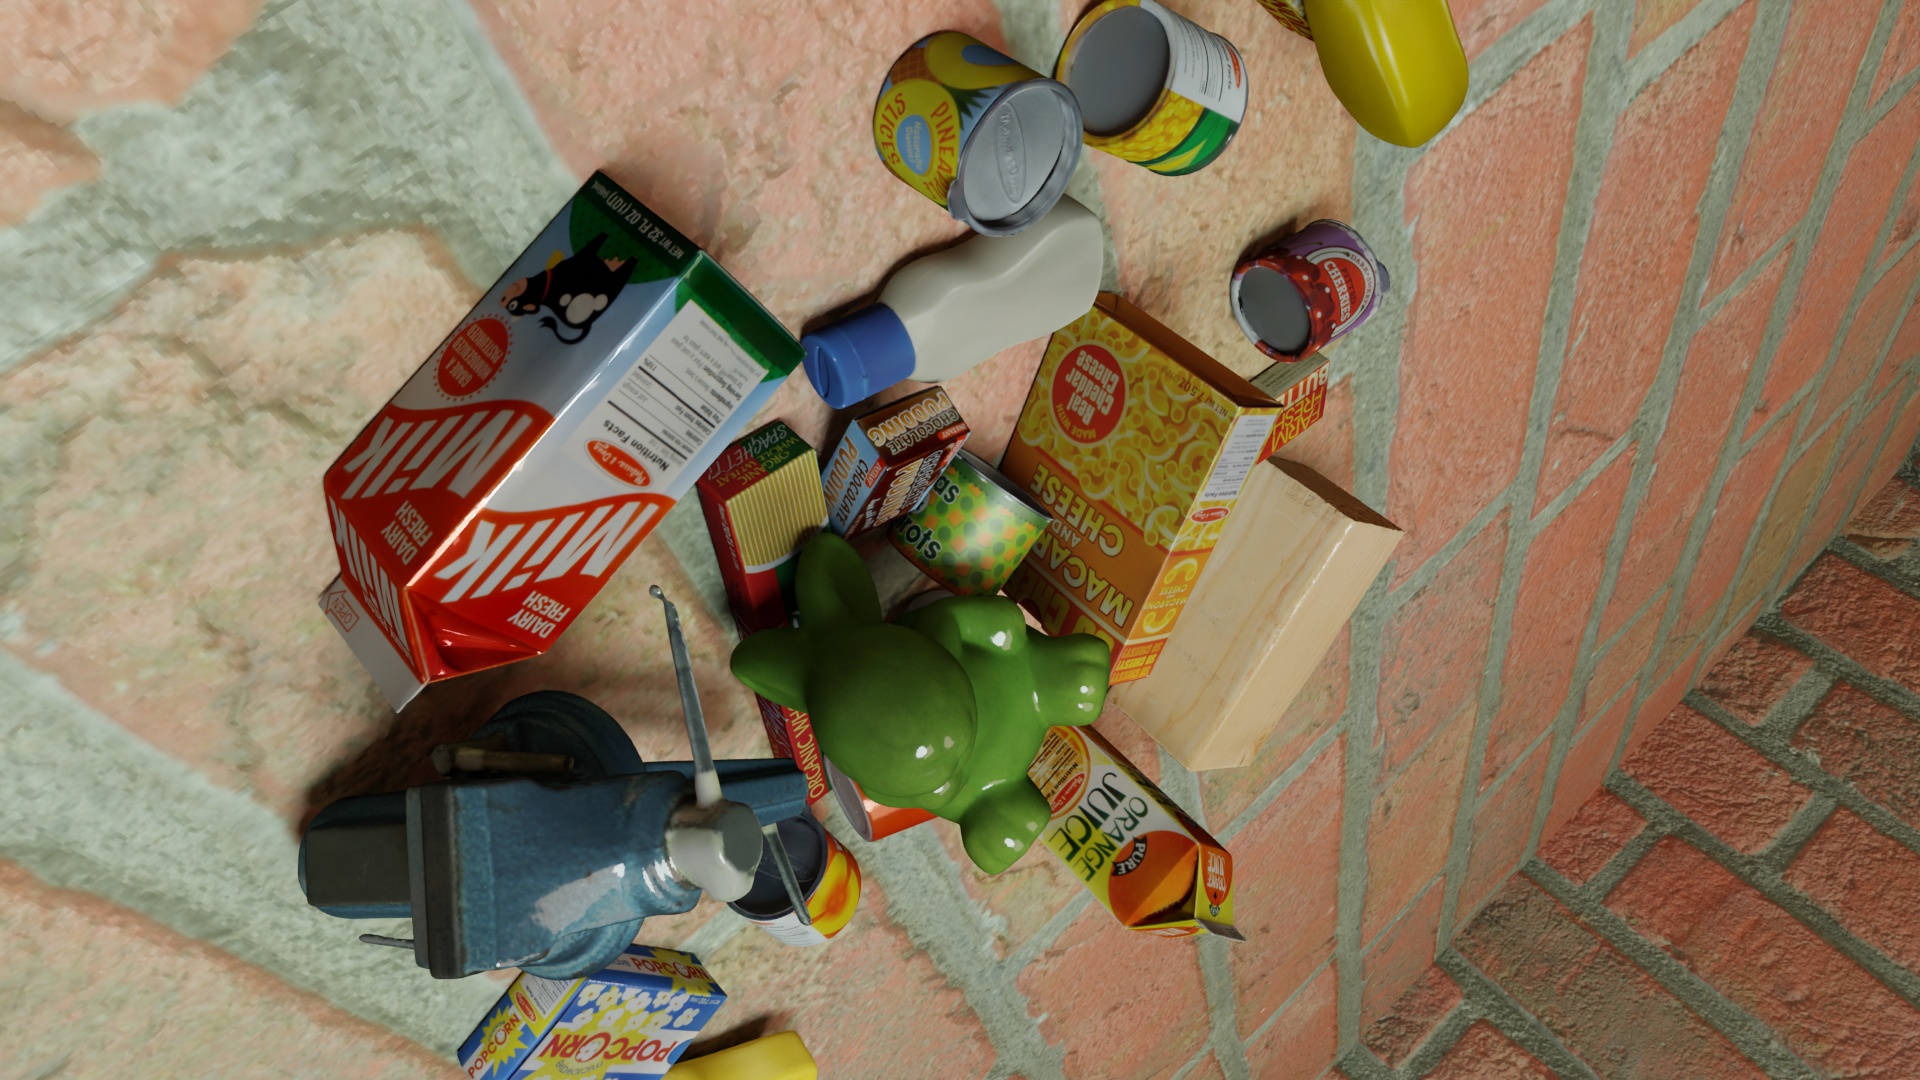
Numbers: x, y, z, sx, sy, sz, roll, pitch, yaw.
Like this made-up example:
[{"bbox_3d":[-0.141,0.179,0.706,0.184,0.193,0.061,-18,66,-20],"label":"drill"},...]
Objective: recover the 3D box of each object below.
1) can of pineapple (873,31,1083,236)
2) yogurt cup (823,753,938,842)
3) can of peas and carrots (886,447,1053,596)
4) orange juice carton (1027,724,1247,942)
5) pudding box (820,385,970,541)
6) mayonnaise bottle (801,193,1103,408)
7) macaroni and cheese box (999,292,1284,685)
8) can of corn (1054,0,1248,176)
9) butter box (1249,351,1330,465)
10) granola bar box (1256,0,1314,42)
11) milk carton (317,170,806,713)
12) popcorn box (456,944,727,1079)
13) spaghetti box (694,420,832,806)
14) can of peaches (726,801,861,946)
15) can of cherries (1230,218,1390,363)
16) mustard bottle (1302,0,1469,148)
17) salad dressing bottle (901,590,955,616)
[{"bbox_3d":[0.005,-0.165,0.565,0.071,0.058,0.070,-30,141,-27],"label":"can of pineapple"},{"bbox_3d":[-0.037,0.124,0.740,0.054,0.072,0.072,-25,140,-21],"label":"yogurt cup"},{"bbox_3d":[0.003,-0.009,0.708,0.058,0.071,0.071,-54,146,8],"label":"can of peas and carrots"},{"bbox_3d":[0.105,0.191,0.903,0.073,0.193,0.071,-50,147,3],"label":"orange juice carton"},{"bbox_3d":[-0.034,-0.034,0.643,0.050,0.030,0.083,-27,168,-30],"label":"pudding box"},{"bbox_3d":[-0.002,-0.106,0.632,0.149,0.041,0.064,-29,145,-25],"label":"mayonnaise bottle"},{"bbox_3d":[0.077,-0.028,0.722,0.040,0.124,0.165,-4,126,-43],"label":"macaroni and cheese box"},{"bbox_3d":[0.082,-0.199,0.616,0.058,0.071,0.071,2,121,-49],"label":"can of corn"},{"bbox_3d":[0.194,-0.079,0.895,0.104,0.024,0.052,-34,143,-22],"label":"butter box"},{"bbox_3d":[0.157,-0.309,0.616,0.165,0.039,0.124,11,115,-52],"label":"granola bar box"},{"bbox_3d":[-0.154,-0.030,0.502,0.190,0.072,0.073,-50,146,-2],"label":"milk carton"},{"bbox_3d":[-0.200,0.267,0.768,0.085,0.038,0.126,-51,146,1],"label":"popcorn box"},{"bbox_3d":[-0.082,0.047,0.697,0.050,0.029,0.248,-34,143,-24],"label":"spaghetti box"},{"bbox_3d":[-0.095,0.189,0.788,0.071,0.071,0.058,-43,145,-10],"label":"can of peaches"},{"bbox_3d":[0.200,-0.143,0.798,0.058,0.071,0.071,-31,142,-23],"label":"can of cherries"},{"bbox_3d":[0.184,-0.244,0.618,0.049,0.065,0.160,-44,143,2],"label":"mustard bottle"},{"bbox_3d":[-0.018,0.098,0.807,0.064,0.044,0.146,-23,138,-36],"label":"salad dressing bottle"}]
